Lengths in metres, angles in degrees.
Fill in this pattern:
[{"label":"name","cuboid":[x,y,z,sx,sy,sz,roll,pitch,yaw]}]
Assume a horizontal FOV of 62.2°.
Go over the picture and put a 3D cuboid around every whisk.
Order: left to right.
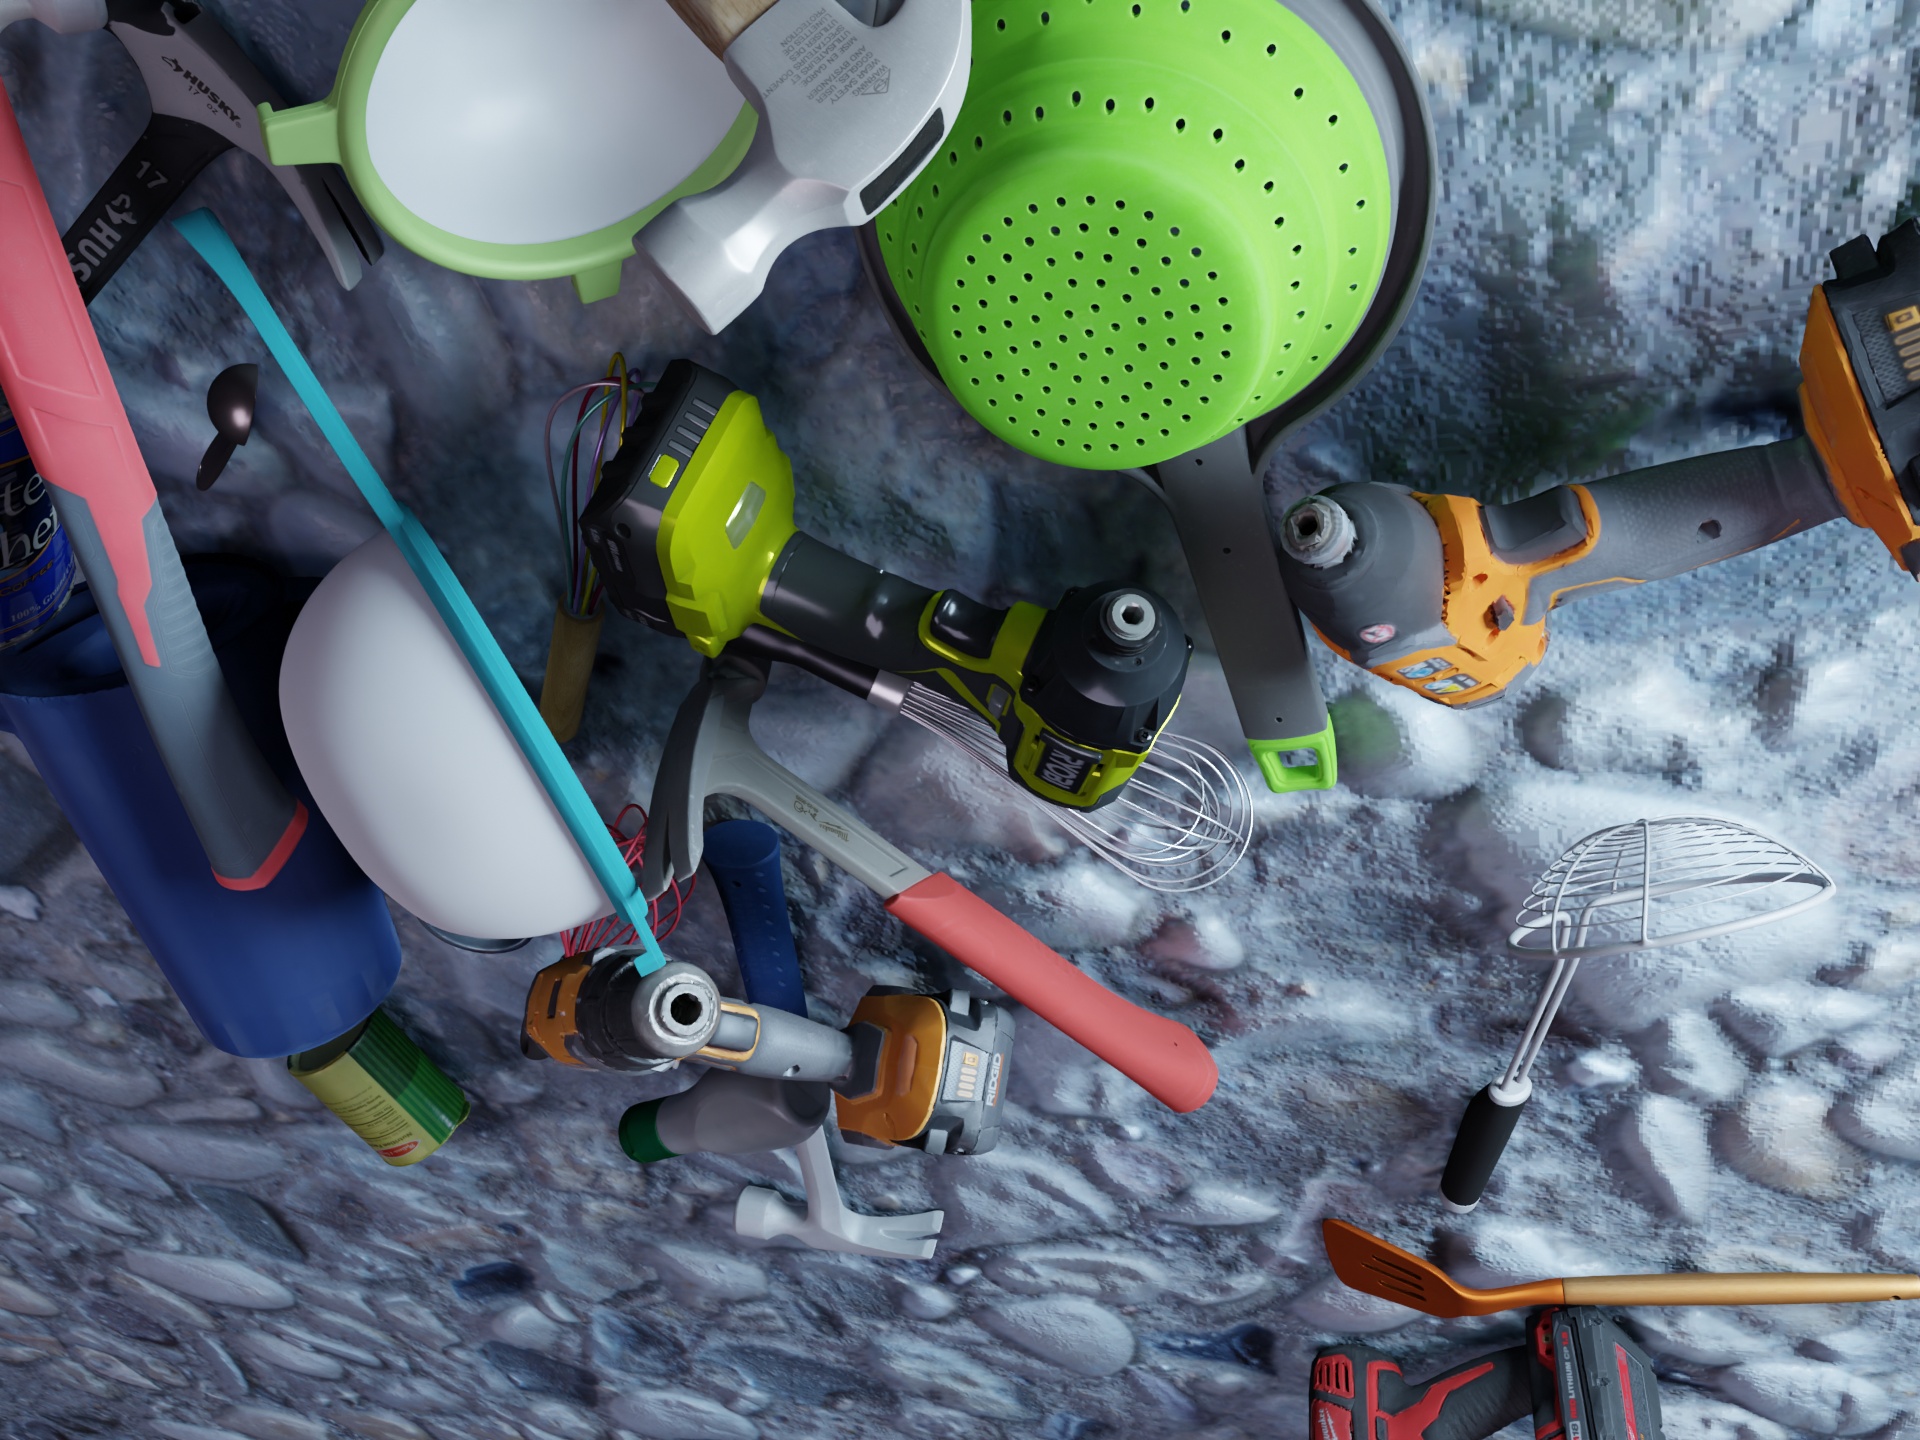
[{"label":"whisk","cuboid":[-0.213,0.133,0.907,0.073,0.073,0.295,27,140,-9]},{"label":"whisk","cuboid":[-0.166,-0.068,0.713,0.047,0.051,0.244,50,143,18]},{"label":"whisk","cuboid":[-0.002,-0.001,0.713,0.284,0.070,0.070,24,135,0]}]

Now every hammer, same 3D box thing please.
[{"label":"hammer","cuboid":[-0.407,-0.163,0.697,0.409,0.036,0.149,-26,122,36]},{"label":"hammer","cuboid":[-0.343,-0.085,0.602,0.143,0.038,0.386,-21,128,-24]},{"label":"hammer","cuboid":[-0.121,-0.261,0.415,0.130,0.031,0.331,-41,84,-1]},{"label":"hammer","cuboid":[-0.095,0.211,0.959,0.144,0.035,0.405,6,134,12]},{"label":"hammer","cuboid":[0.002,0.107,0.770,0.036,0.149,0.358,-33,123,31]}]

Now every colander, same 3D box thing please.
[{"label":"colander","cuboid":[0.078,-0.091,0.569,0.204,0.095,0.396,-7,130,23]}]

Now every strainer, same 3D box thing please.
[{"label":"strainer","cuboid":[-0.250,-0.032,0.656,0.095,0.211,0.340,-32,121,-14]},{"label":"strainer","cuboid":[-0.095,-0.250,0.490,0.256,0.069,0.151,-39,159,20]}]

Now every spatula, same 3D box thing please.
[{"label":"spatula","cuboid":[0.378,0.325,0.932,0.322,0.041,0.080,-7,131,18]}]

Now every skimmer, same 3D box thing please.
[{"label":"skimmer","cuboid":[0.292,0.168,0.757,0.127,0.090,0.363,-14,138,-13]}]

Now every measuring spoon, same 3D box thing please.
[{"label":"measuring spoon","cuboid":[-0.327,-0.124,0.693,0.018,0.034,0.124,9,165,-33]}]

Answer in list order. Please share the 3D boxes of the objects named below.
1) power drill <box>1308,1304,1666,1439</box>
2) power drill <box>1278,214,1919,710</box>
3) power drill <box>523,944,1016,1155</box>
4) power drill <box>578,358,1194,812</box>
[{"label":"power drill","cuboid":[0.315,0.451,0.988,0.219,0.143,0.078,-29,122,34]},{"label":"power drill","cuboid":[0.219,-0.071,0.515,0.226,0.084,0.164,-21,159,32]},{"label":"power drill","cuboid":[-0.086,0.157,0.779,0.226,0.084,0.185,17,163,-23]},{"label":"power drill","cuboid":[-0.023,-0.046,0.608,0.223,0.080,0.171,24,164,4]}]
